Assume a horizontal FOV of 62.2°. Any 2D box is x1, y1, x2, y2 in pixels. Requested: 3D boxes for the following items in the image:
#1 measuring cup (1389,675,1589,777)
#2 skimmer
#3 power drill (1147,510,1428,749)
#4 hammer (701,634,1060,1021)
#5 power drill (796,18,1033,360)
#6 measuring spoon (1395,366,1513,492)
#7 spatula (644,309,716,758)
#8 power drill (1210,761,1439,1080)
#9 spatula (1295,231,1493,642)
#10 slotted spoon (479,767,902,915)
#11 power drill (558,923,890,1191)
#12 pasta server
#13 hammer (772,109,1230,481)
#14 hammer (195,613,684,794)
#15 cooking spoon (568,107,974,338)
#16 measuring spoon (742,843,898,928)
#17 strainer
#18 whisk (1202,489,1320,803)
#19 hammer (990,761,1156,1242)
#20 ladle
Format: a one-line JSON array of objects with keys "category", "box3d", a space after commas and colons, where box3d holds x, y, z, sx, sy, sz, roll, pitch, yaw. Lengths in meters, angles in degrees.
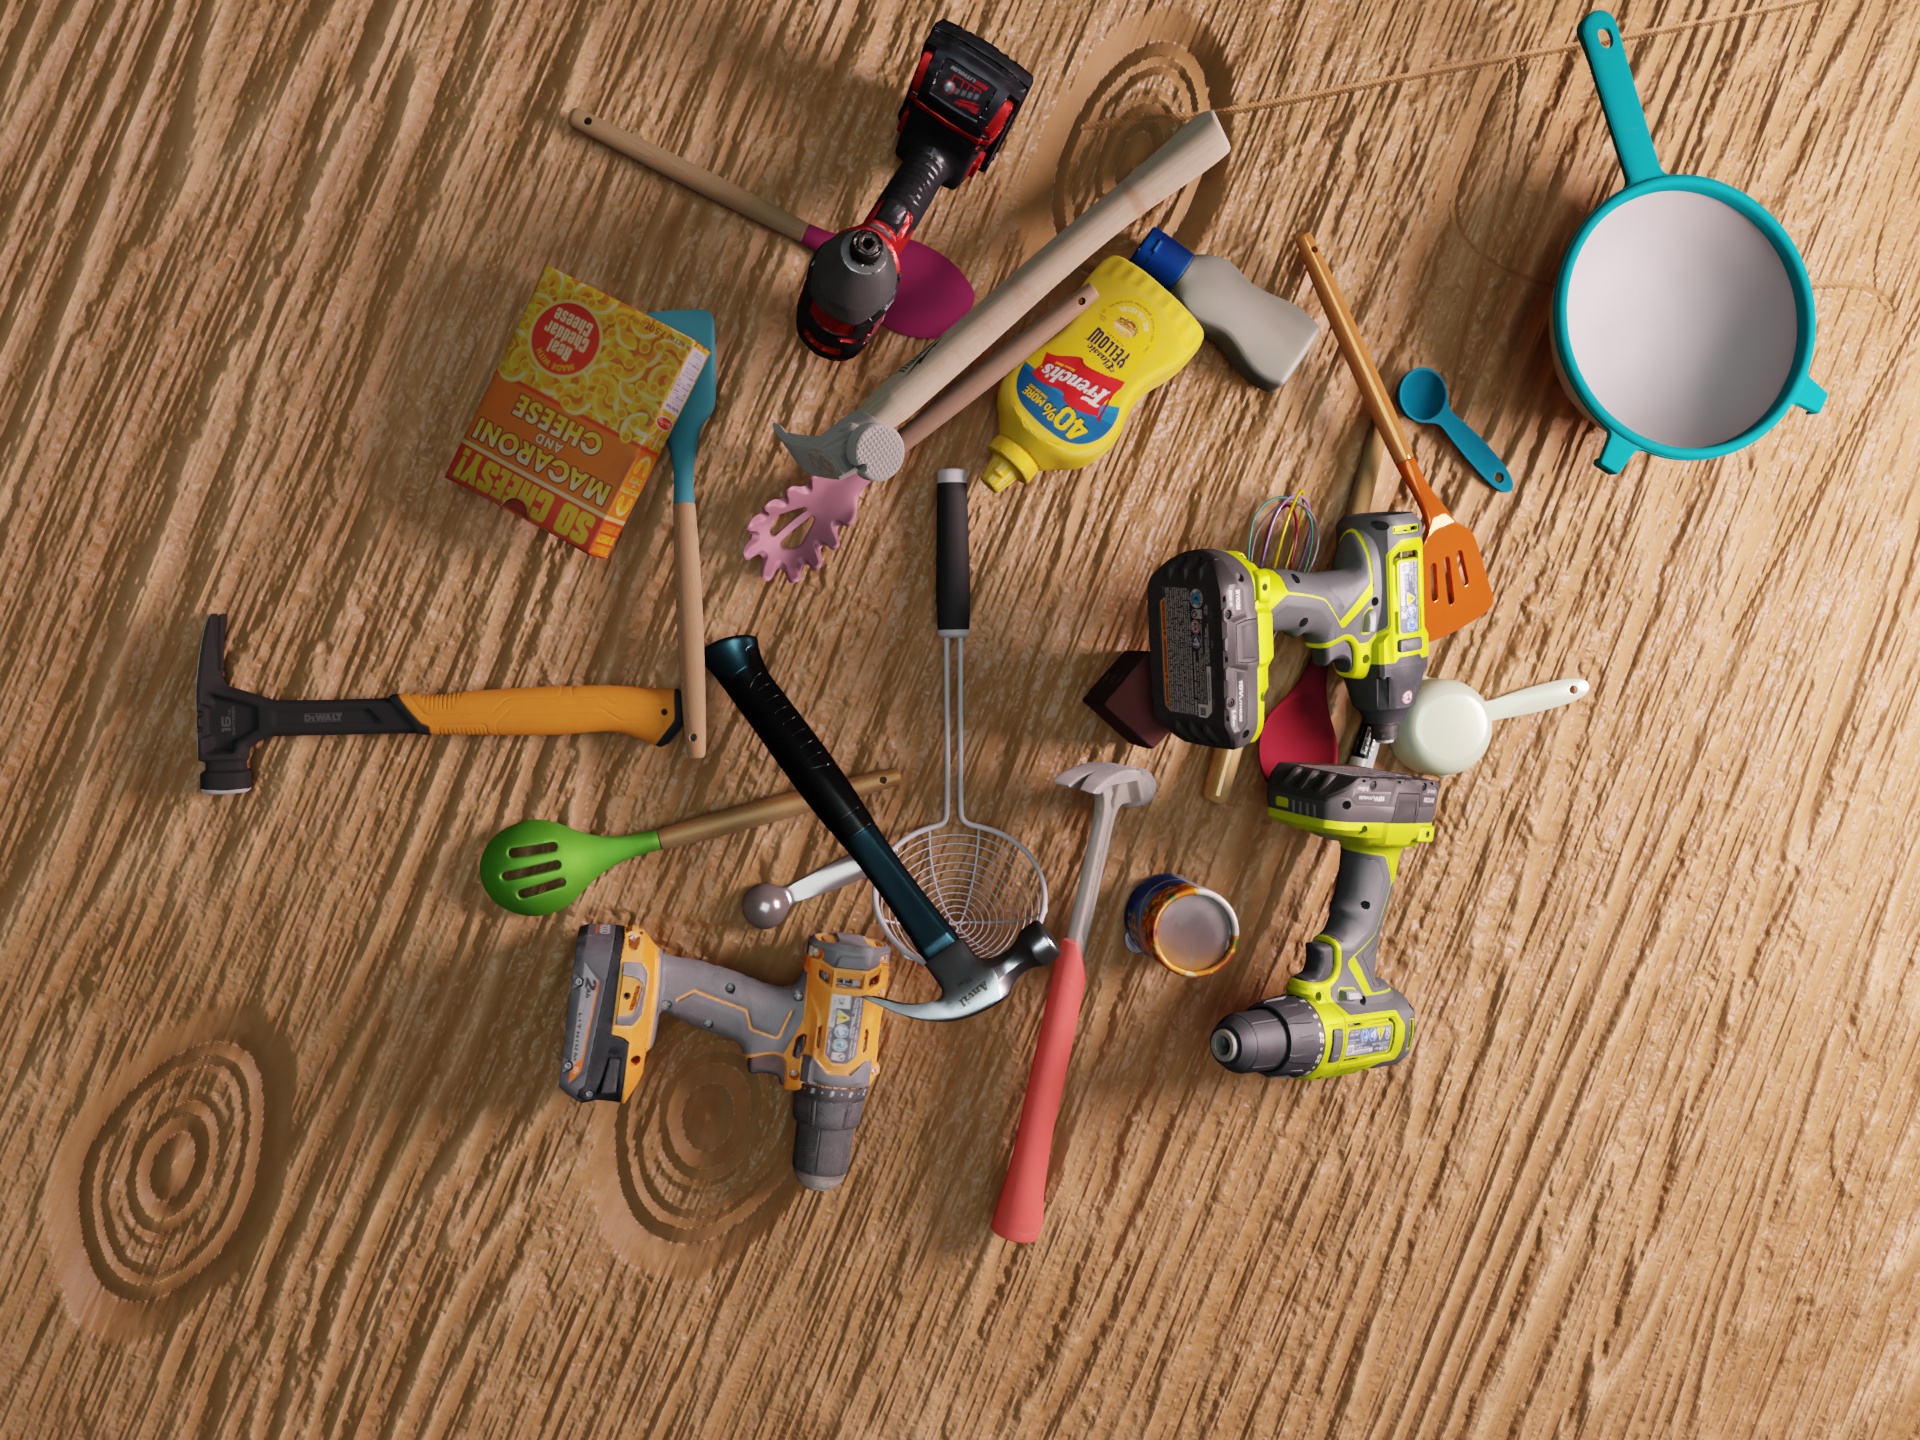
[{"category": "measuring cup", "box3d": [0.415, -0.006, 1.229, 0.167, 0.038, 0.083, -15, 93, -5]}, {"category": "skimmer", "box3d": [-0.002, -0.004, 1.152, 0.127, 0.090, 0.363, -1, 91, -4]}, {"category": "power drill", "box3d": [0.245, -0.055, 1.139, 0.223, 0.080, 0.171, -10, 102, -32]}, {"category": "hammer", "box3d": [-0.078, 0.069, 1.121, 0.128, 0.033, 0.331, -38, 76, 2]}, {"category": "power drill", "box3d": [-0.039, -0.364, 1.104, 0.078, 0.143, 0.220, 30, 76, -7]}, {"category": "measuring spoon", "box3d": [0.383, -0.222, 1.237, 0.128, 0.021, 0.042, 42, 81, -15]}, {"category": "spatula", "box3d": [-0.202, -0.131, 1.138, 0.082, 0.044, 0.317, -5, 85, 8]}, {"category": "power drill", "box3d": [0.264, 0.149, 1.154, 0.190, 0.080, 0.228, 3, 95, -39]}, {"category": "spatula", "box3d": [0.322, -0.217, 1.207, 0.081, 0.041, 0.322, -26, 93, -17]}, {"category": "slotted spoon", "box3d": [-0.195, 0.078, 1.162, 0.313, 0.031, 0.070, -14, 93, -8]}, {"category": "power drill", "box3d": [-0.169, 0.239, 1.144, 0.226, 0.084, 0.185, 7, 91, -12]}, {"category": "pasta server", "box3d": [-0.027, -0.211, 1.149, 0.316, 0.040, 0.060, -37, 111, 5]}, {"category": "hammer", "box3d": [0.041, -0.313, 1.150, 0.410, 0.146, 0.038, -43, 121, -16]}, {"category": "hammer", "box3d": [-0.367, -0.013, 1.135, 0.337, 0.034, 0.127, 0, 92, -7]}, {"category": "cooking spoon", "box3d": [-0.137, -0.369, 1.165, 0.319, 0.017, 0.069, 25, 88, -8]}, {"category": "measuring spoon", "box3d": [-0.103, 0.120, 1.177, 0.124, 0.018, 0.034, -23, 93, -7]}, {"category": "strainer", "box3d": [0.509, -0.357, 1.210, 0.211, 0.095, 0.340, -17, 91, -9]}, {"category": "whisk", "box3d": [0.223, -0.057, 1.204, 0.051, 0.047, 0.245, 15, 92, -8]}, {"category": "hammer", "box3d": [0.072, 0.207, 1.156, 0.037, 0.149, 0.359, 14, 96, 23]}, {"category": "ladle", "box3d": [0.286, -0.091, 1.219, 0.069, 0.031, 0.315, 16, 87, -18]}]
